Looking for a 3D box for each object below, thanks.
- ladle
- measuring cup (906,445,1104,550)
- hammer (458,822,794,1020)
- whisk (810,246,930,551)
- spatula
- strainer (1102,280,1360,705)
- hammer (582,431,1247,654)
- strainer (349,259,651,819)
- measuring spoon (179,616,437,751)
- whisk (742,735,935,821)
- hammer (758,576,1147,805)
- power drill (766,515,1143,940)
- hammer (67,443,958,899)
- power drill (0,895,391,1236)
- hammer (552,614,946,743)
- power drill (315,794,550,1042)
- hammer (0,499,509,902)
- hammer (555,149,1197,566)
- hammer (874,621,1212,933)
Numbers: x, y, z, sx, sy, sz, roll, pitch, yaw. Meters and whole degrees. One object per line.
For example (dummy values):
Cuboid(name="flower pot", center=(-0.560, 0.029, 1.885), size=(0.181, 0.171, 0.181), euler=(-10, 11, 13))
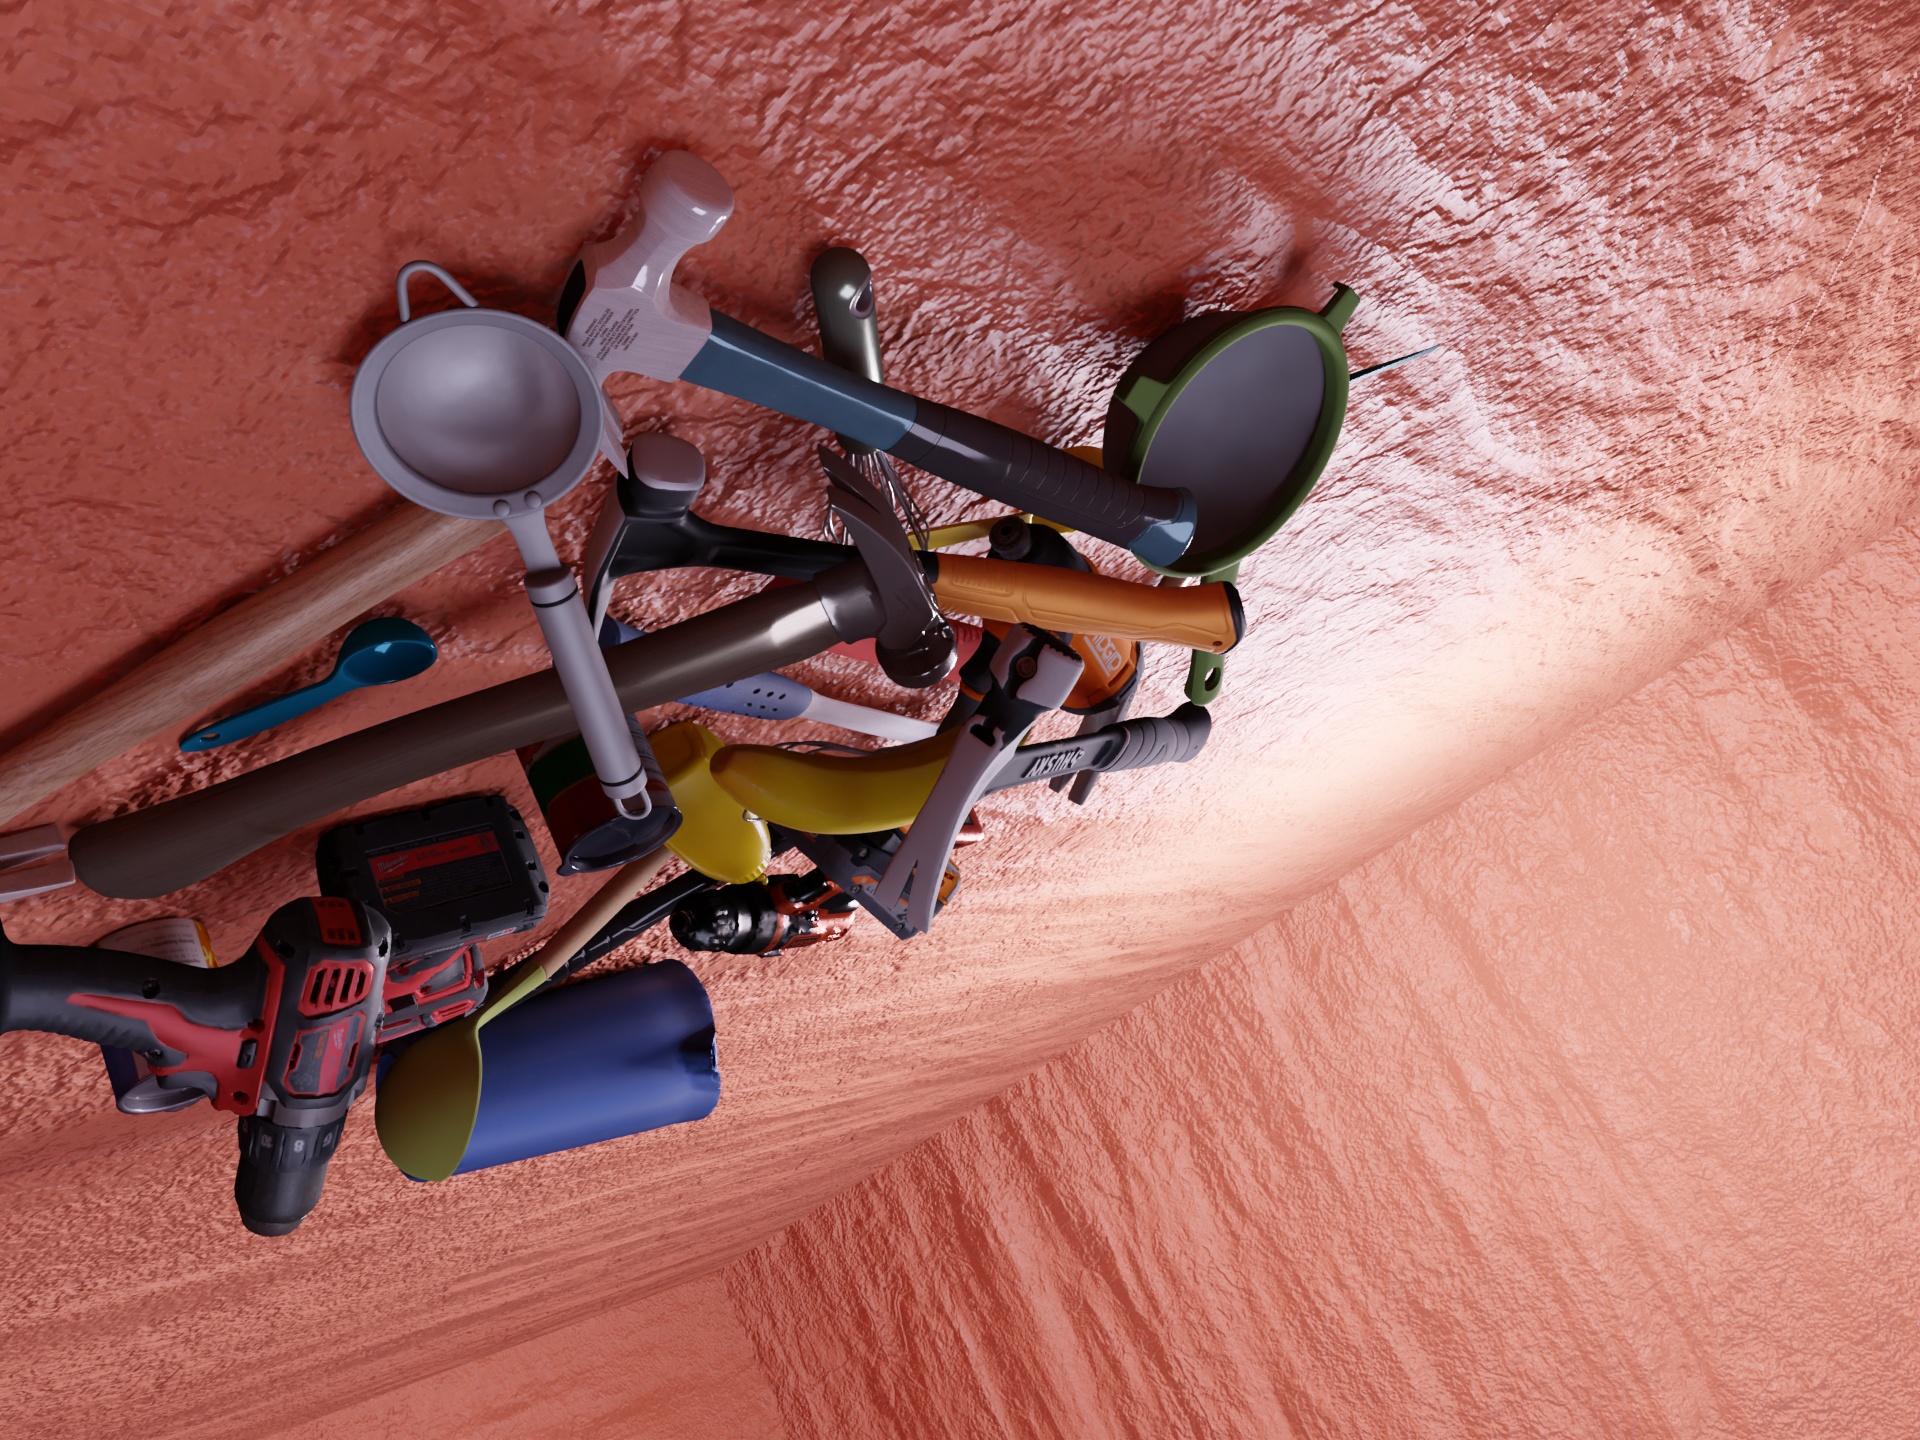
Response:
Cuboid(name="ladle", center=(-0.222, 0.139, 0.927), size=(0.078, 0.062, 0.320), euler=(-40, -174, 39))
Cuboid(name="measuring cup", center=(0.013, -0.116, 0.862), size=(0.156, 0.029, 0.062), euler=(-13, 161, -7))
Cuboid(name="hammer", center=(-0.220, 0.136, 1.148), size=(0.335, 0.035, 0.146), euler=(-29, 160, 4))
Cuboid(name="whisk", center=(-0.044, -0.127, 0.724), size=(0.058, 0.059, 0.246), euler=(-61, 167, -22))
Cuboid(name="spatula", center=(0.180, -0.137, 0.993), size=(0.082, 0.044, 0.317), euler=(-25, 162, -28))
Cuboid(name="strainer", center=(0.126, -0.117, 0.859), size=(0.151, 0.069, 0.256), euler=(-27, 140, -23))
Cuboid(name="hammer", center=(-0.010, -0.062, 0.768), size=(0.336, 0.034, 0.127), euler=(6, 146, -26))
Cuboid(name="strainer", center=(-0.161, -0.060, 0.609), size=(0.087, 0.050, 0.258), euler=(-14, 126, -3))
Cuboid(name="measuring spoon", center=(-0.293, -0.018, 0.706), size=(0.128, 0.021, 0.042), euler=(-22, 162, 9))
Cuboid(name="whisk", center=(-0.048, 0.031, 0.996), size=(0.239, 0.055, 0.055), euler=(-10, 154, -51))
Cuboid(name="hammer", center=(0.005, -0.031, 0.967), size=(0.358, 0.037, 0.149), euler=(10, 106, -54))
Cuboid(name="power drill", center=(-0.001, -0.003, 0.877), size=(0.226, 0.084, 0.164), euler=(-48, 146, -7))
Cuboid(name="hammer", center=(-0.212, -0.004, 0.704), size=(0.410, 0.038, 0.146), euler=(-19, 149, 6))
Cuboid(name="power drill", center=(-0.400, 0.172, 0.763), size=(0.226, 0.080, 0.188), euler=(6, 112, -34))
Cuboid(name="hammer", center=(-0.089, -0.013, 0.952), size=(0.144, 0.035, 0.405), euler=(-35, 160, 18))
Cuboid(name="power drill", center=(-0.335, 0.134, 0.935), size=(0.143, 0.079, 0.219), euler=(-13, 158, -37))
Cuboid(name="hammer", center=(-0.326, -0.009, 0.649), size=(0.331, 0.031, 0.130), euler=(-30, 160, 4))
Cuboid(name="hammer", center=(-0.016, -0.121, 0.666), size=(0.330, 0.033, 0.128), euler=(14, 140, -40))
Cuboid(name="hammer", center=(0.072, 0.021, 0.866), size=(0.149, 0.036, 0.409), euler=(-59, 162, 13))
